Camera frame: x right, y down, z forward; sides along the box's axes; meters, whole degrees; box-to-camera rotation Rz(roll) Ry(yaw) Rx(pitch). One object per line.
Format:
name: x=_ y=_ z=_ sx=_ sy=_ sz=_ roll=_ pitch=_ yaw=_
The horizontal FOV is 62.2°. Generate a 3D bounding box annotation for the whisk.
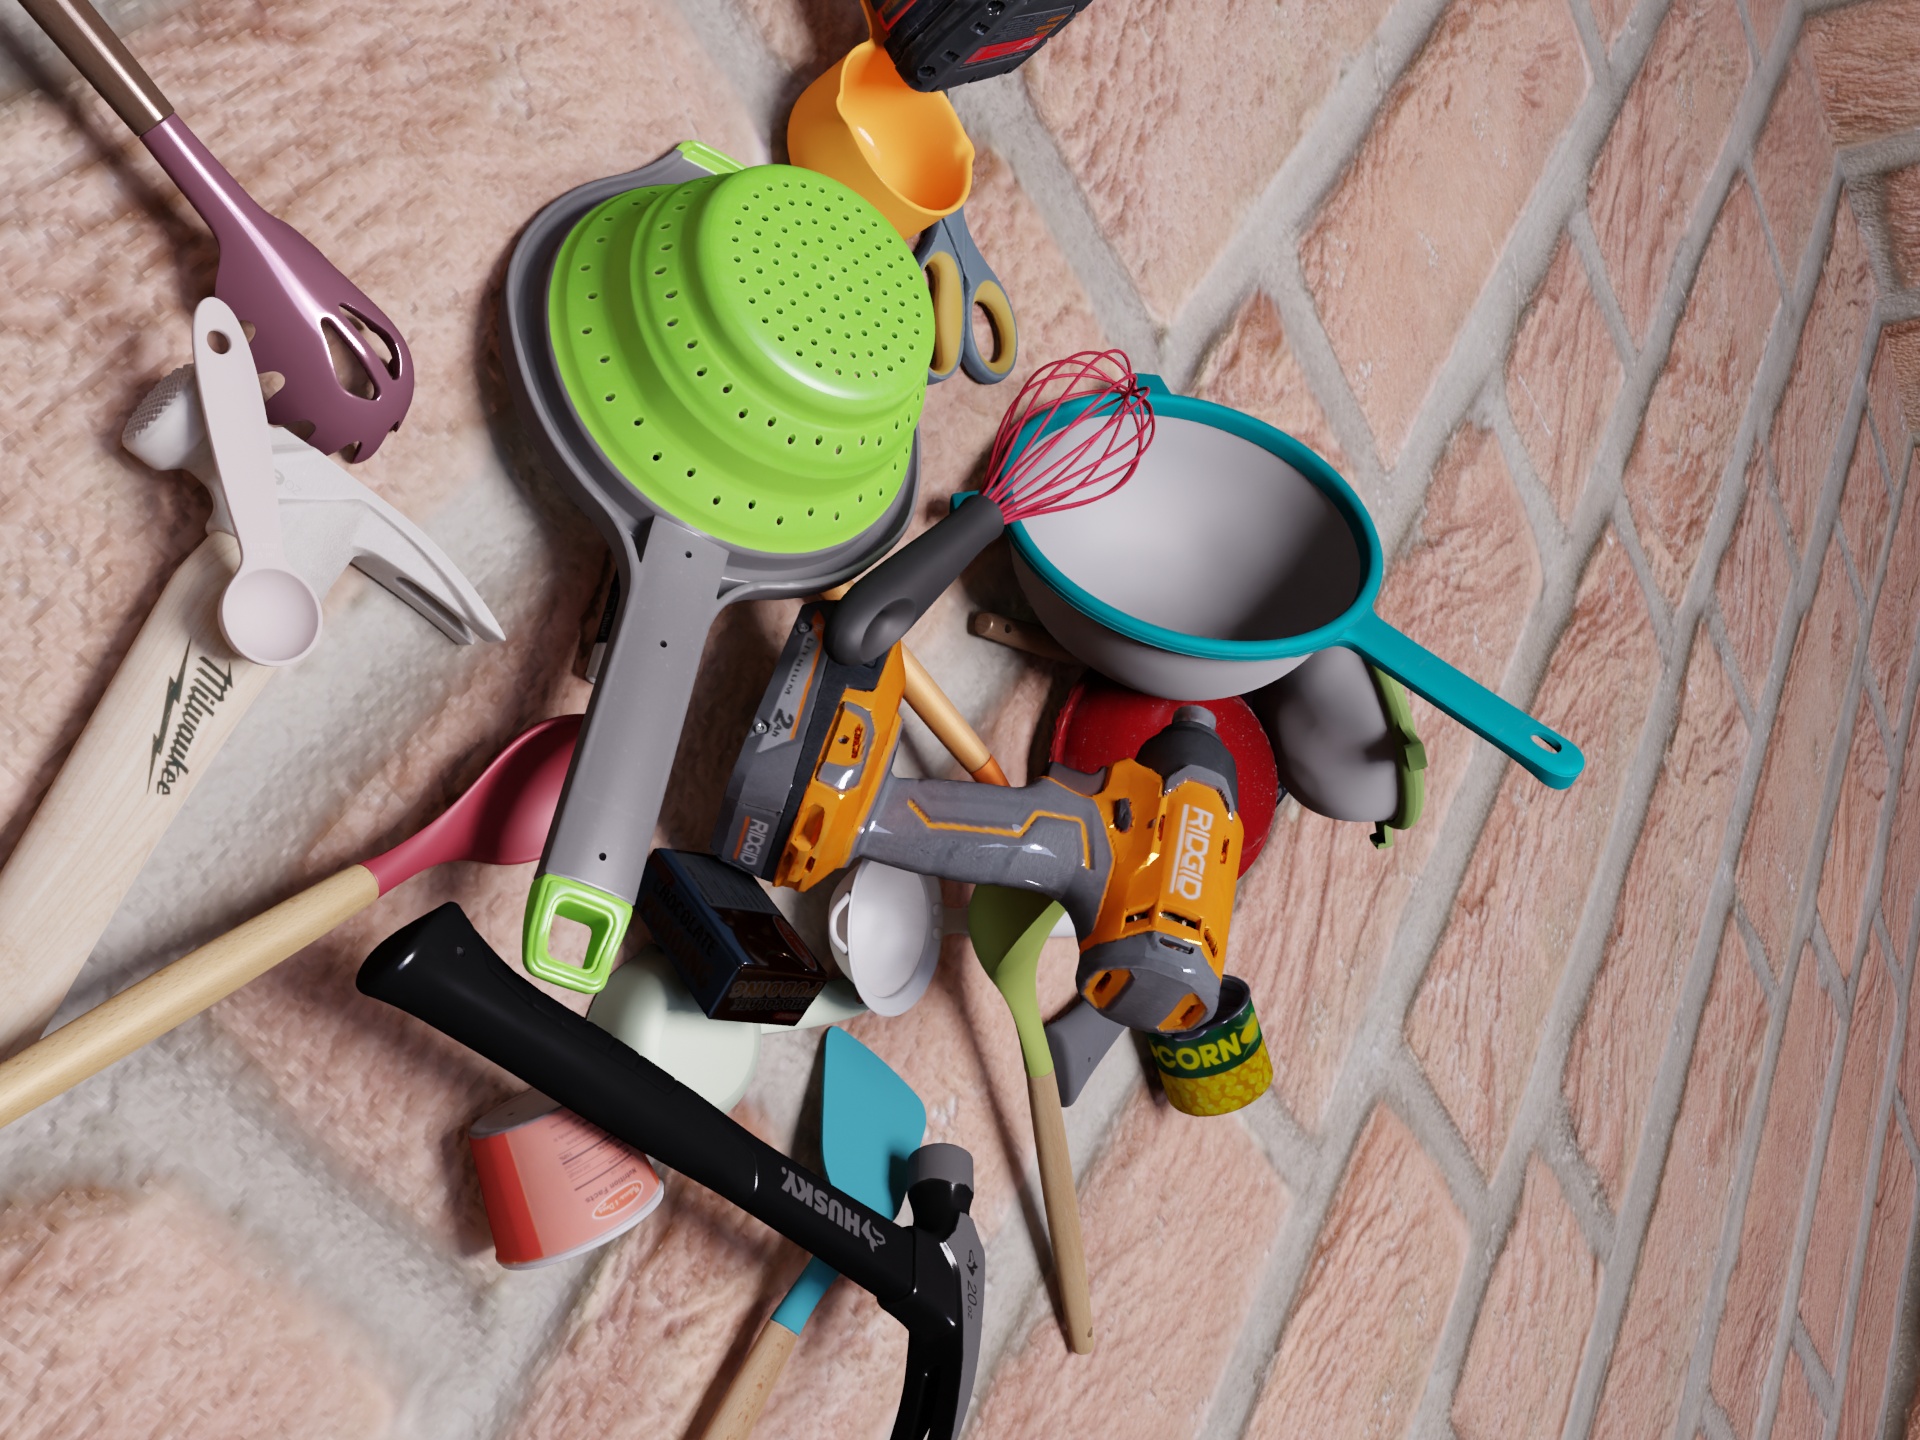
whisk: x=0.019 y=-0.104 z=0.745 sx=0.296 sy=0.073 sz=0.073 roll=-47 pitch=121 yaw=-46

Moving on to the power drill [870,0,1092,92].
power drill: x=-0.022 y=-0.434 z=0.776 sx=0.226 sy=0.080 sz=0.188 roll=57 pitch=40 yaw=-6

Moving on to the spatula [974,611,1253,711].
spatula: x=0.116 y=-0.031 z=0.962 sx=0.315 sy=0.018 sz=0.060 roll=11 pitch=83 yaw=-47

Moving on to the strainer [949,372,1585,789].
strainer: x=0.164 y=-0.046 z=0.854 sx=0.211 sy=0.340 sz=0.095 roll=-39 pitch=157 yaw=-38

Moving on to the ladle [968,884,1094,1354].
ladle: x=0.054 y=0.205 z=0.819 sx=0.078 sy=0.062 sz=0.320 roll=-33 pitch=122 yaw=-46

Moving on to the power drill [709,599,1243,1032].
power drill: x=0.019 y=0.030 z=0.716 sx=0.226 sy=0.084 sz=0.164 roll=21 pitch=52 yaw=-4

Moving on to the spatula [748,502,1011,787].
spatula: x=-0.001 y=-0.003 z=0.795 sx=0.322 sy=0.081 sz=0.041 roll=51 pitch=52 yaw=-19

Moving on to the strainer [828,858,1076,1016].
strainer: x=0.002 y=0.104 z=0.814 sx=0.258 sy=0.050 sz=0.087 roll=9 pitch=81 yaw=-52

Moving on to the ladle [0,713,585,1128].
ladle: x=-0.222 y=0.068 z=0.540 sx=0.315 sy=0.031 sz=0.069 roll=-38 pitch=148 yaw=-54

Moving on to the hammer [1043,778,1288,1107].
hammer: x=0.164 y=0.086 z=0.989 sx=0.409 sy=0.036 sz=0.149 roll=-45 pitch=127 yaw=-37

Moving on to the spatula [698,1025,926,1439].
spatula: x=-0.097 y=0.292 z=0.707 sx=0.082 sy=0.044 sz=0.318 roll=49 pitch=59 yaw=-33

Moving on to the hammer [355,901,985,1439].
hammer: x=-0.096 y=0.174 z=0.622 sx=0.334 sy=0.035 sz=0.146 roll=45 pitch=30 yaw=-35

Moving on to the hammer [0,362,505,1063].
hammer: x=-0.293 y=0.088 z=0.499 sx=0.146 sy=0.038 sz=0.411 roll=43 pitch=58 yaw=-38

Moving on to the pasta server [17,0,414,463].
pasta server: x=-0.284 y=-0.215 z=0.514 sx=0.316 sy=0.040 sz=0.060 roll=55 pitch=51 yaw=-33

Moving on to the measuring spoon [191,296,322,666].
measuring spoon: x=-0.240 y=-0.078 z=0.529 sx=0.034 sy=0.018 sz=0.124 roll=-11 pitch=91 yaw=-51

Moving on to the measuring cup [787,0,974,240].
measuring cup: x=-0.053 y=-0.317 z=0.782 sx=0.095 sy=0.052 sz=0.174 roll=-5 pitch=77 yaw=-48

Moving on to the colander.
colander: x=-0.091 y=-0.090 z=0.626 sx=0.204 sy=0.094 sz=0.397 roll=26 pitch=58 yaw=-27

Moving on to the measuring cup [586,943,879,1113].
measuring cup: x=-0.088 y=0.136 z=0.713 sx=0.167 sy=0.038 sz=0.083 roll=-3 pitch=90 yaw=-45

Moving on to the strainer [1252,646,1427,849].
strainer: x=0.196 y=-0.045 z=0.956 sx=0.151 sy=0.069 sz=0.257 roll=74 pitch=-3 yaw=-66
